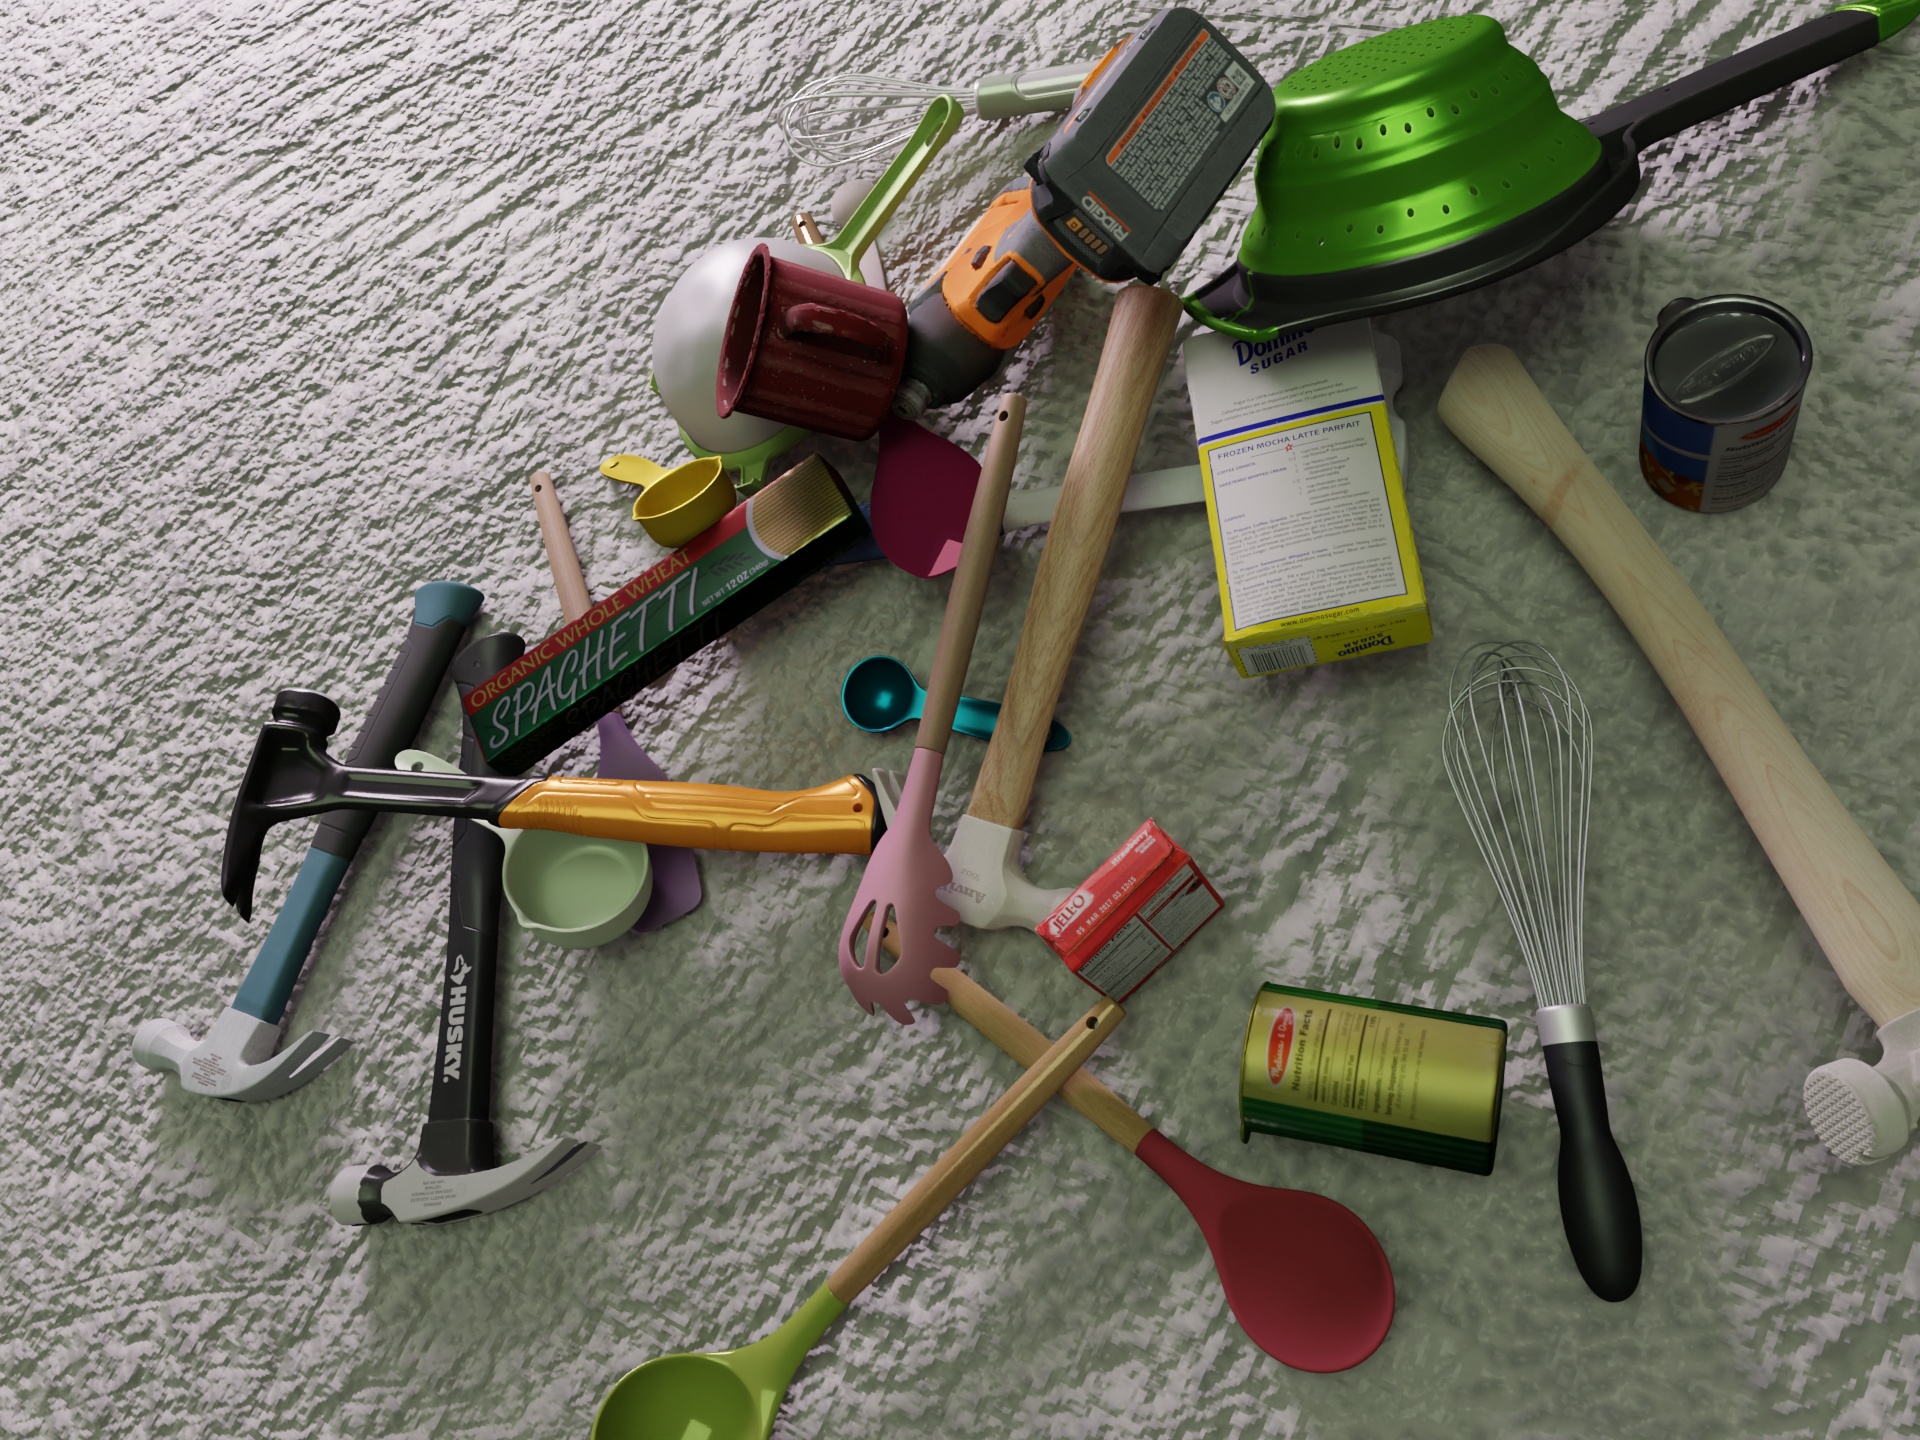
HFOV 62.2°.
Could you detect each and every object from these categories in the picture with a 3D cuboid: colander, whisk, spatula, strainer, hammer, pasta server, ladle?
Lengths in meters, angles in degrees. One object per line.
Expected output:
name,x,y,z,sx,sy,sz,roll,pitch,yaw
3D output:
colander,0.287,-0.310,0.773,0.397,0.094,0.205,-25,27,-3
whisk,0.253,0.099,0.683,0.070,0.070,0.285,-9,71,17
spatula,-0.213,-0.021,0.929,0.060,0.018,0.316,-27,63,11
strainer,-0.097,-0.266,0.918,0.256,0.069,0.152,-50,48,11
hammer,-0.267,0.105,0.890,0.146,0.035,0.335,-10,66,18
whisk,0.004,-0.380,0.975,0.246,0.059,0.058,-3,80,15
hammer,0.034,-0.110,0.860,0.405,0.035,0.144,-6,67,19
hammer,-0.369,0.066,0.945,0.128,0.033,0.331,14,75,26
pasta server,-0.006,-0.009,0.785,0.060,0.040,0.316,9,81,24
hammer,0.047,-0.059,0.801,0.130,0.031,0.331,15,87,25
hammer,0.335,-0.020,0.697,0.146,0.038,0.411,-15,58,-9
hammer,-0.206,0.050,0.826,0.337,0.034,0.127,3,58,2
ladle,-0.043,0.242,0.724,0.320,0.062,0.078,-46,61,2
ladle,0.065,0.180,0.738,0.316,0.031,0.069,35,84,30

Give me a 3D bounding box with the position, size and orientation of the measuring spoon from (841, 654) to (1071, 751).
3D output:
measuring spoon,-0.001,-0.003,0.845,0.128,0.021,0.042,14,84,16

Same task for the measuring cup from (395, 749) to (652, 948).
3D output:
measuring cup,-0.239,0.065,0.861,0.168,0.038,0.083,28,62,18

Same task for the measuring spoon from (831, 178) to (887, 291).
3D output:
measuring spoon,-0.060,-0.285,0.976,0.034,0.018,0.124,-16,65,14

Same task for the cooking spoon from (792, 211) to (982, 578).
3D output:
cooking spoon,-0.052,-0.198,0.912,0.069,0.017,0.319,-27,53,6

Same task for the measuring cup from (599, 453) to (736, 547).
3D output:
measuring cup,-0.178,-0.134,0.938,0.062,0.029,0.157,-39,31,-15

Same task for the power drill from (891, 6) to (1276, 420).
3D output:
power drill,0.044,-0.240,0.809,0.084,0.226,0.164,40,68,-14
